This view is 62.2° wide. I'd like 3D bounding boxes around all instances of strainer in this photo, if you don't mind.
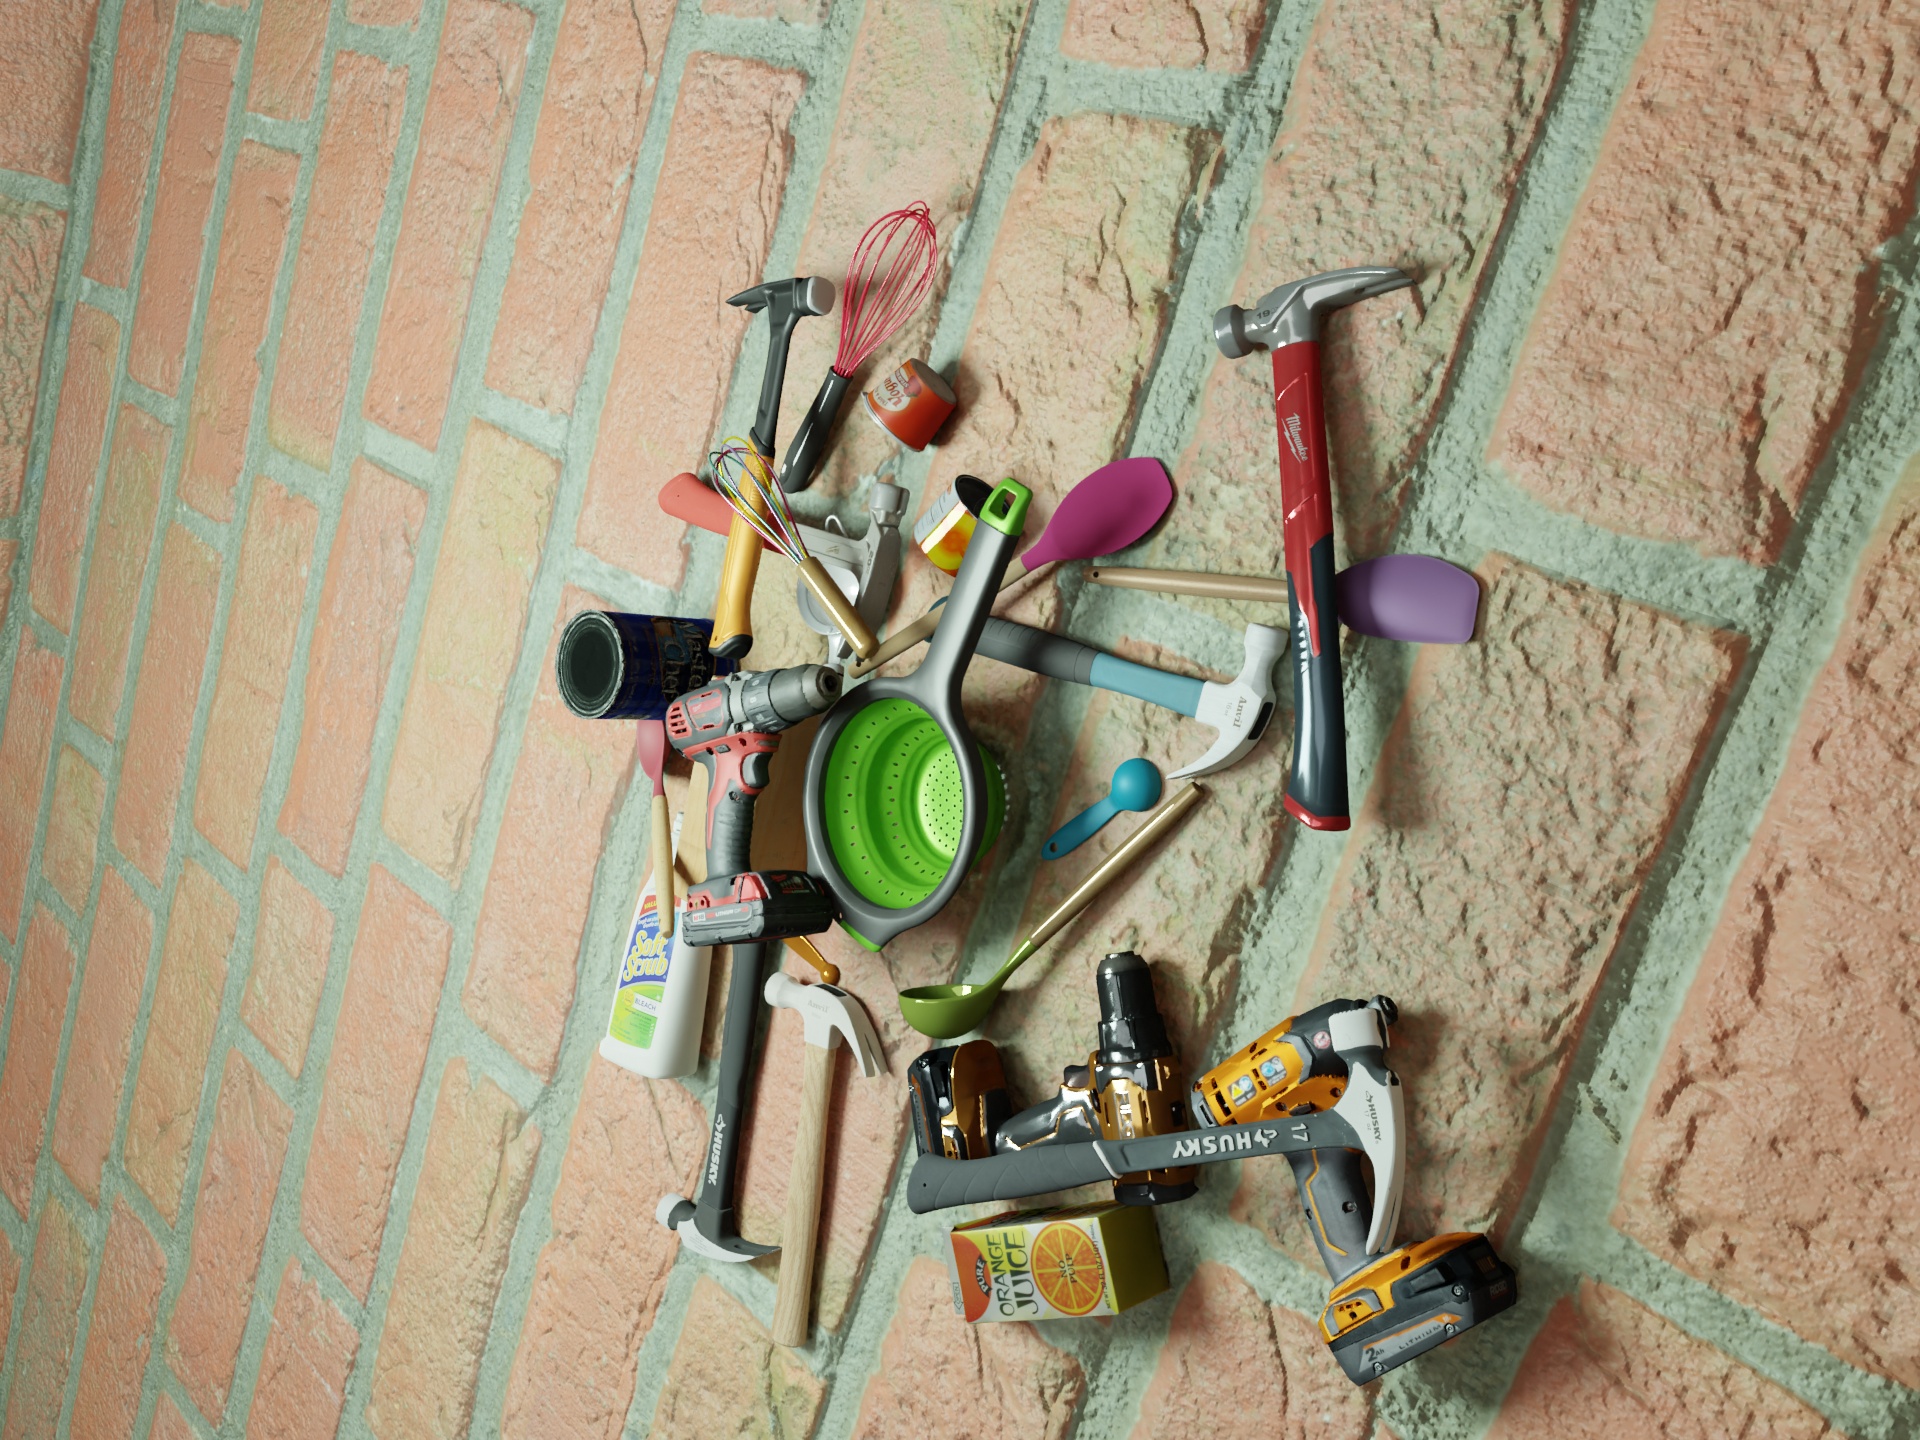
[{"bbox_3d":[-0.110,-0.050,1.392,0.087,0.050,0.258,-4,75,33],"label":"strainer"}]

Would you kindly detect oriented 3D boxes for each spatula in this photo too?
[{"bbox_3d":[0.221,-0.097,1.154,0.316,0.018,0.060,9,92,39],"label":"spatula"}]

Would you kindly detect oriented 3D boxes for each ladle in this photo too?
[{"bbox_3d":[0.068,0.147,1.254,0.320,0.078,0.062,-46,70,22],"label":"ladle"},{"bbox_3d":[-0.280,0.090,1.484,0.316,0.031,0.069,-108,33,-52],"label":"ladle"}]

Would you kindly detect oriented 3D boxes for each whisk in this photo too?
[{"bbox_3d":[-0.097,-0.323,1.405,0.073,0.073,0.295,49,124,29],"label":"whisk"},{"bbox_3d":[-0.138,-0.146,1.313,0.047,0.051,0.245,-43,66,14],"label":"whisk"}]

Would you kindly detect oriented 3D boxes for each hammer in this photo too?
[{"bbox_3d":[-0.175,-0.163,1.436,0.359,0.036,0.149,22,98,48],"label":"hammer"},{"bbox_3d":[0.122,0.310,1.114,0.409,0.036,0.149,-20,68,35],"label":"hammer"},{"bbox_3d":[-0.211,0.343,1.491,0.146,0.035,0.335,14,99,40],"label":"hammer"},{"bbox_3d":[0.098,-0.045,1.247,0.331,0.033,0.128,19,100,39],"label":"hammer"},{"bbox_3d":[-0.184,-0.221,1.406,0.127,0.034,0.337,7,87,47],"label":"hammer"},{"bbox_3d":[0.255,-0.118,1.095,0.143,0.038,0.386,-9,79,36],"label":"hammer"},{"bbox_3d":[-0.135,0.402,1.429,0.130,0.031,0.331,11,97,36],"label":"hammer"}]

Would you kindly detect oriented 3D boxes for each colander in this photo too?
[{"bbox_3d":[-0.002,-0.004,1.281,0.205,0.094,0.397,38,115,38],"label":"colander"}]

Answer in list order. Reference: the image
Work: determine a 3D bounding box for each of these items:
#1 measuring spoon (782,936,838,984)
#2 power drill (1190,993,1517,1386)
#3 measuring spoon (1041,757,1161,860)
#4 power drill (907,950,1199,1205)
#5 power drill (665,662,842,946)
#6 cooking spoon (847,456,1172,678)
[{"bbox_3d":[-0.152,0.205,1.463,0.117,0.011,0.021,38,112,34],"label":"measuring spoon"},{"bbox_3d":[0.269,0.303,1.065,0.164,0.084,0.227,-44,59,28],"label":"power drill"},{"bbox_3d":[0.103,0.074,1.245,0.128,0.021,0.042,-41,64,30],"label":"measuring spoon"},{"bbox_3d":[0.069,0.281,1.235,0.226,0.084,0.185,-14,80,35],"label":"power drill"},{"bbox_3d":[-0.163,0.067,1.320,0.188,0.080,0.227,-15,77,40],"label":"power drill"},{"bbox_3d":[0.033,-0.114,1.283,0.319,0.017,0.069,-30,69,24],"label":"cooking spoon"}]
